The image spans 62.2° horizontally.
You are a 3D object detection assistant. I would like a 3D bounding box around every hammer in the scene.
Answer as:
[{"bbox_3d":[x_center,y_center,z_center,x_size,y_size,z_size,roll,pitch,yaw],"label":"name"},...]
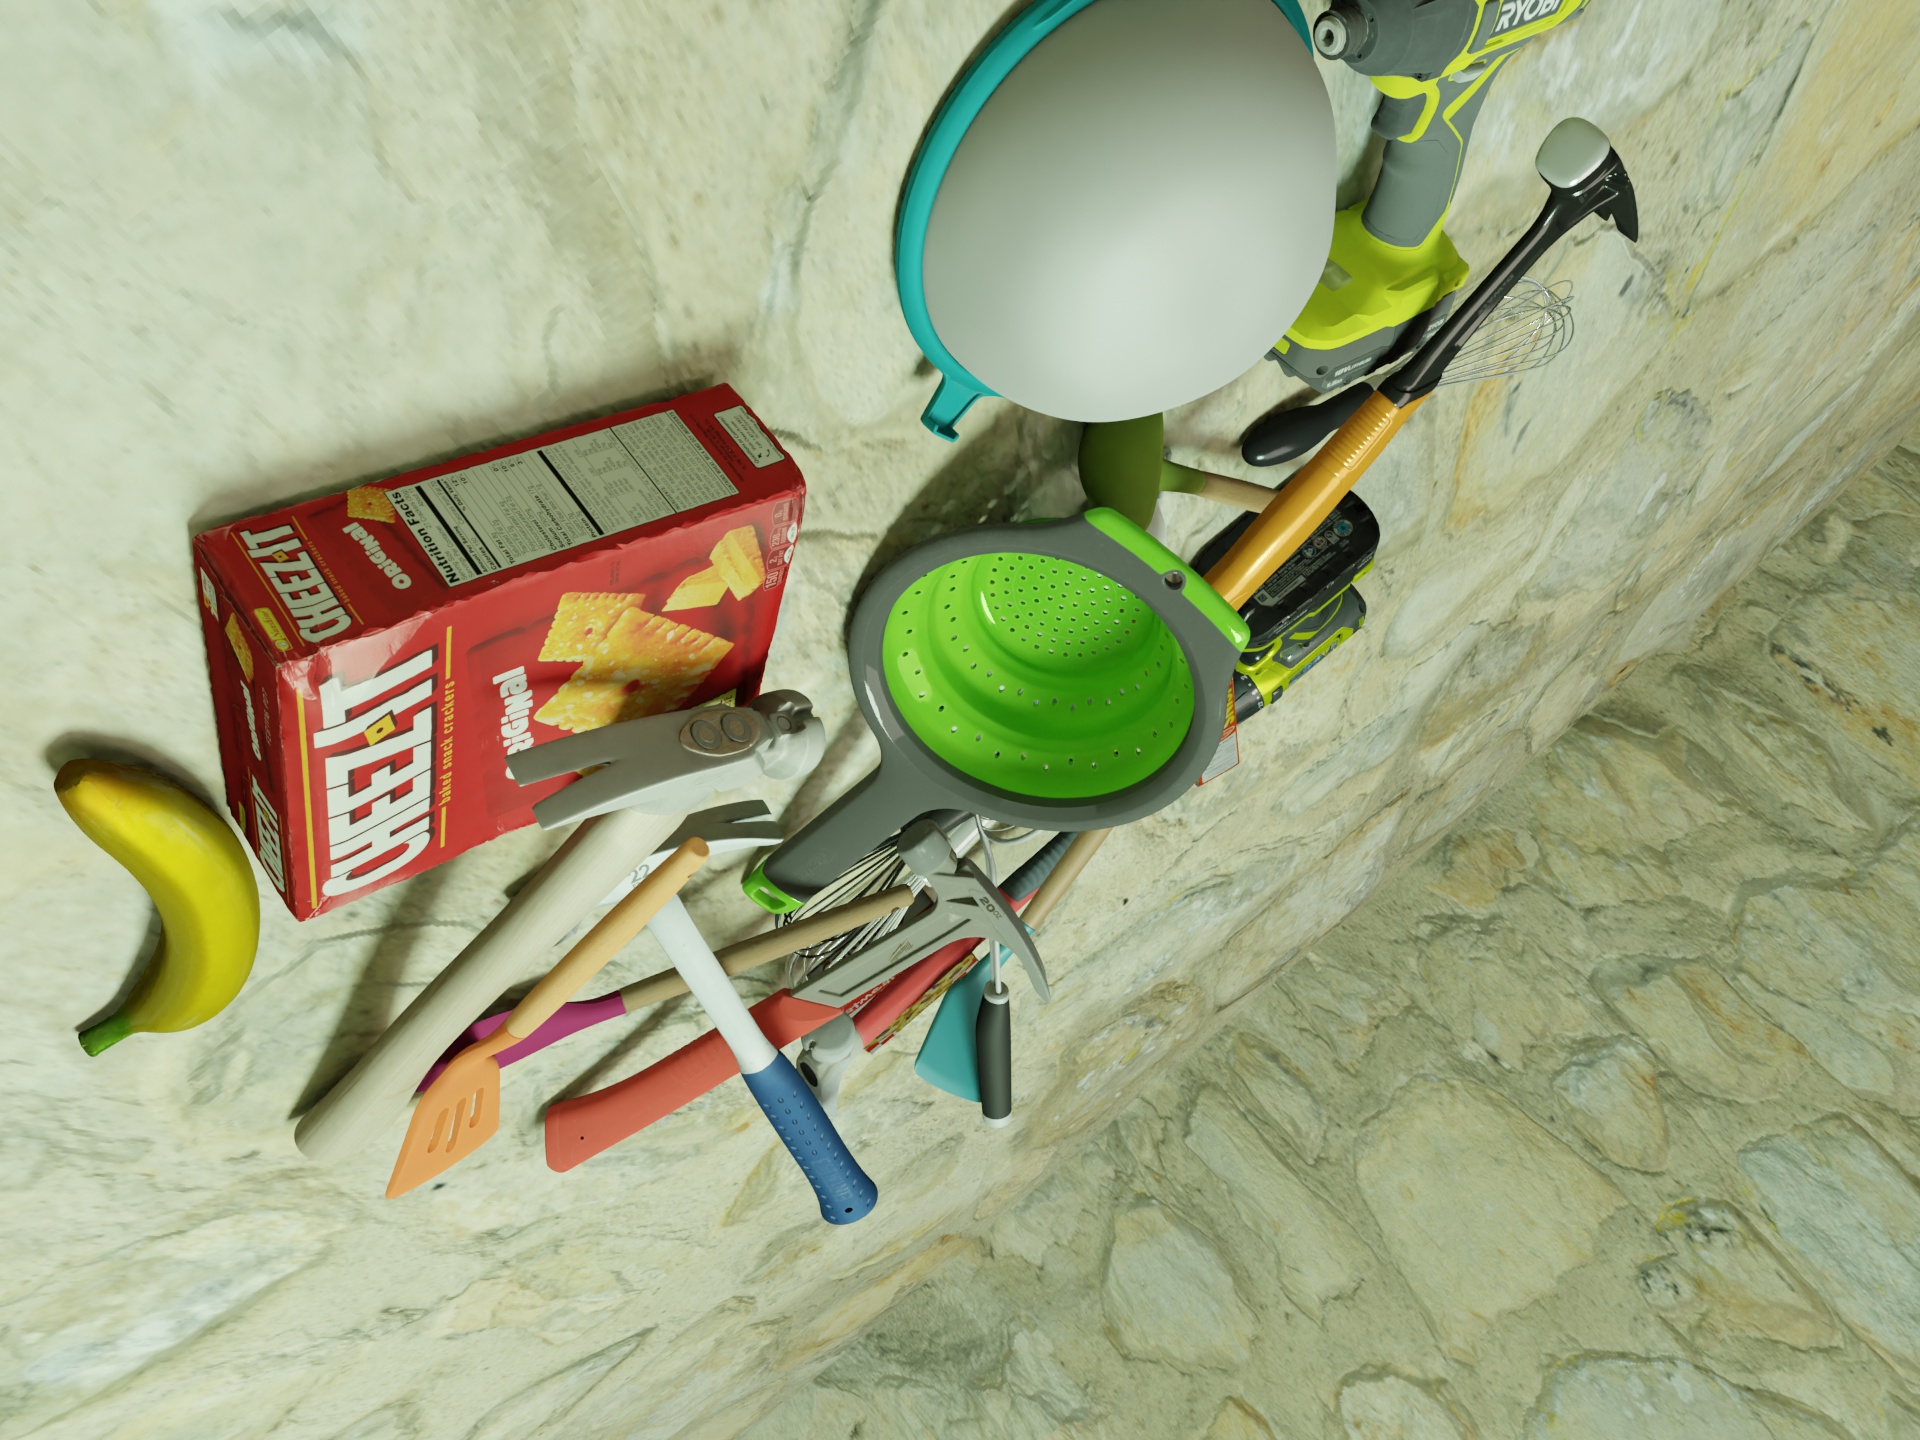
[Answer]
[{"bbox_3d":[0.025,0.155,1.237,0.386,0.038,0.143,-39,158,-26],"label":"hammer"},{"bbox_3d":[-0.121,0.200,0.973,0.144,0.035,0.405,-27,135,-7],"label":"hammer"},{"bbox_3d":[-0.228,0.117,0.737,0.410,0.038,0.146,-42,163,35],"label":"hammer"},{"bbox_3d":[0.229,-0.163,0.864,0.337,0.034,0.127,-49,156,19],"label":"hammer"},{"bbox_3d":[-0.122,0.209,1.053,0.359,0.149,0.037,-32,-159,11],"label":"hammer"}]

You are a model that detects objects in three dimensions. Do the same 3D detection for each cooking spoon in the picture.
[{"bbox_3d":[-0.176,0.158,0.946,0.319,0.017,0.068,-20,152,-14],"label":"cooking spoon"}]

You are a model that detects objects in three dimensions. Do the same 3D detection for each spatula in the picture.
[{"bbox_3d":[0.072,0.136,1.182,0.082,0.044,0.317,35,92,-38],"label":"spatula"},{"bbox_3d":[-0.215,0.156,0.832,0.322,0.041,0.081,-42,170,34],"label":"spatula"}]

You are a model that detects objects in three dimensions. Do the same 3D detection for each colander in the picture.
[{"bbox_3d":[-0.001,-0.003,0.922,0.397,0.204,0.095,-39,-160,39],"label":"colander"}]

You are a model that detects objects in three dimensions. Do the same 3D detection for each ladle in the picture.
[{"bbox_3d":[0.165,-0.141,0.959,0.320,0.062,0.078,0,94,-55],"label":"ladle"}]

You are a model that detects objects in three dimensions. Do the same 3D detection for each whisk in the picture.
[{"bbox_3d":[-0.031,0.084,1.101,0.239,0.055,0.055,-35,157,-24],"label":"whisk"},{"bbox_3d":[-0.035,0.118,1.160,0.246,0.057,0.059,-45,-166,-3],"label":"whisk"},{"bbox_3d":[0.299,-0.228,1.055,0.284,0.070,0.070,-27,155,-19],"label":"whisk"}]

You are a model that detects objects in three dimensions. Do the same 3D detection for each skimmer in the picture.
[{"bbox_3d":[0.052,0.136,1.099,0.090,0.127,0.363,-7,120,-9],"label":"skimmer"}]

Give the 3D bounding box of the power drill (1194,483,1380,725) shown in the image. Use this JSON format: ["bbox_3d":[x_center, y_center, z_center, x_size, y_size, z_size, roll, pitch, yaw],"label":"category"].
[{"bbox_3d":[0.229,-0.071,1.201,0.190,0.080,0.228,-39,161,-7],"label":"power drill"}]

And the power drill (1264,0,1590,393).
[{"bbox_3d":[0.214,-0.282,0.790,0.171,0.080,0.223,-29,151,-27],"label":"power drill"}]

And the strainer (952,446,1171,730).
[{"bbox_3d":[0.055,-0.058,0.988,0.258,0.050,0.086,-46,158,20],"label":"strainer"}]

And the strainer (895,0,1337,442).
[{"bbox_3d":[0.086,-0.235,0.607,0.211,0.095,0.340,-26,149,-17],"label":"strainer"}]
